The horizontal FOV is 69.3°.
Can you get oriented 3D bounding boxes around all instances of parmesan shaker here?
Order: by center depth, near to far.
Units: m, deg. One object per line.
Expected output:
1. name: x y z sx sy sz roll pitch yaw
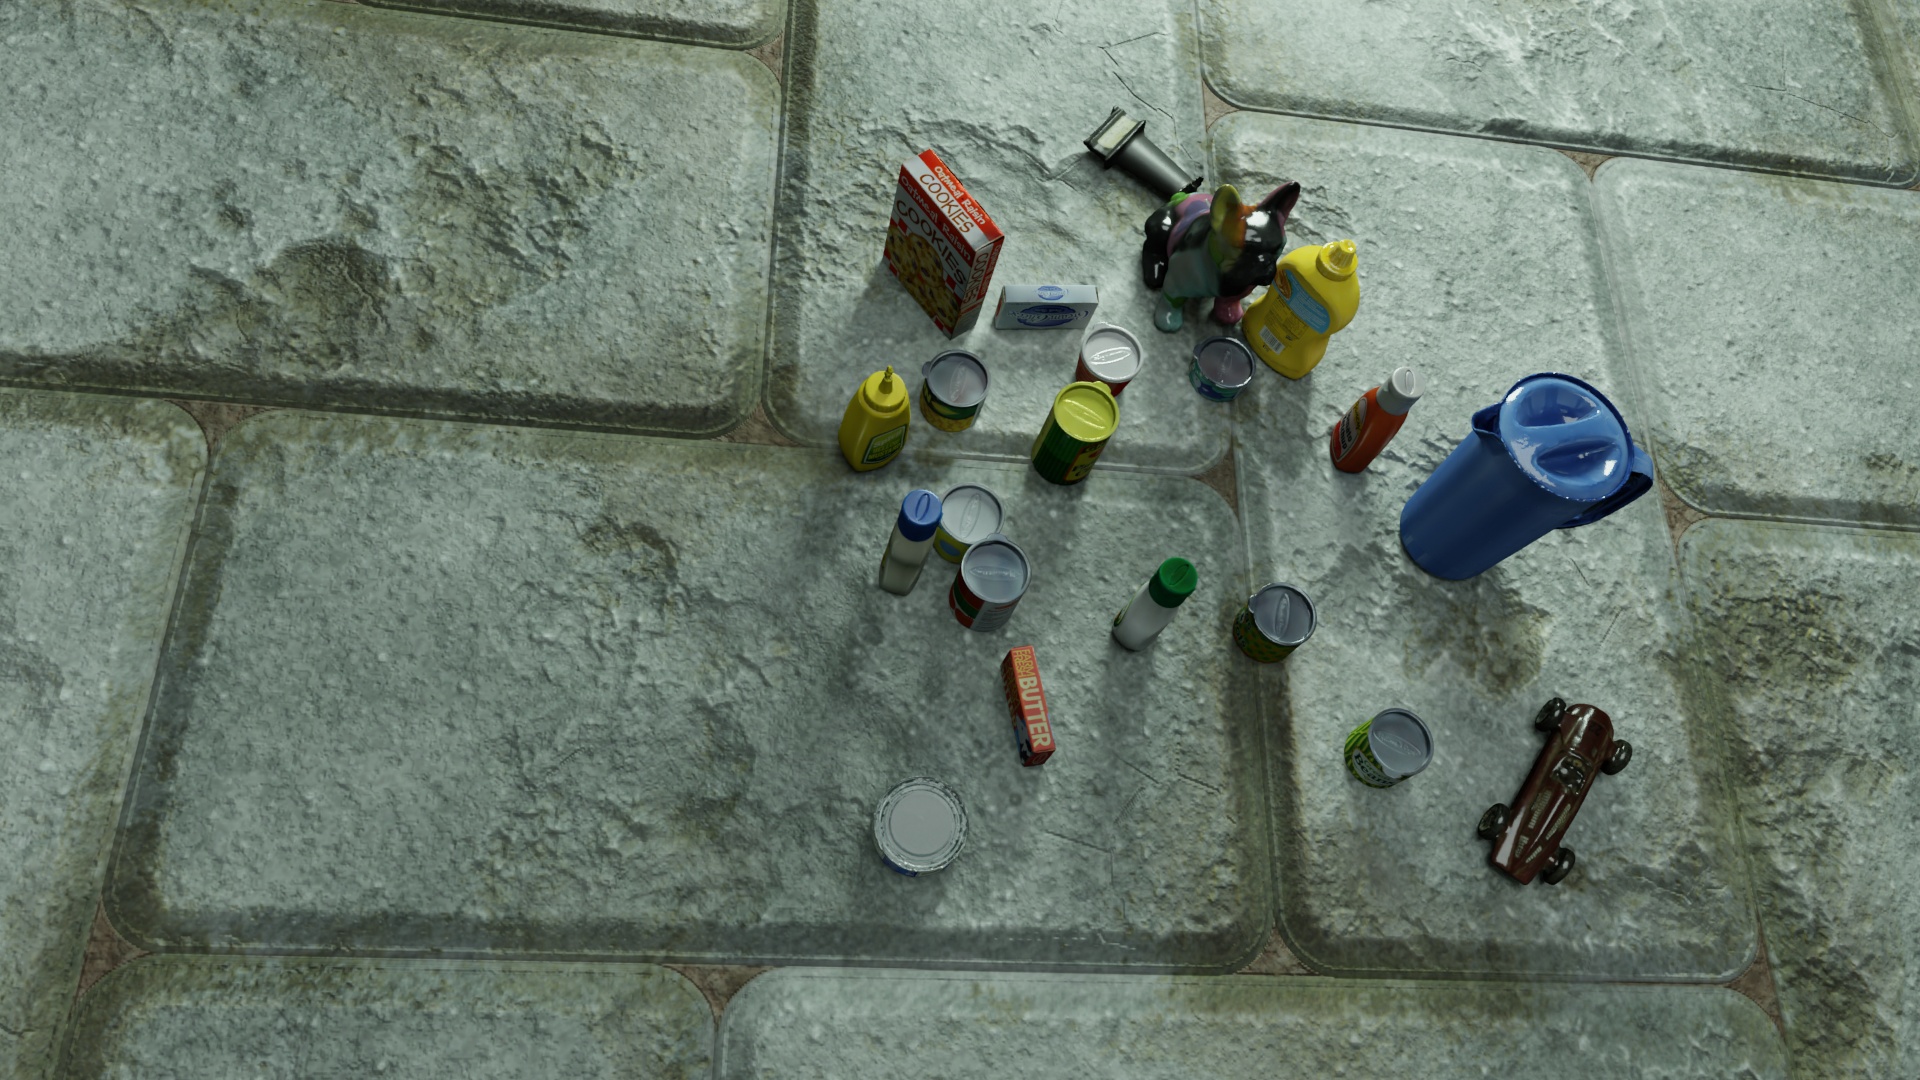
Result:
1. parmesan shaker: 0.116 -0.107 1.395 0.071 0.102 0.071 4 66 -9

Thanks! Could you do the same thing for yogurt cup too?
1. yogurt cup: 0.154 -0.184 1.463 0.072 0.053 0.072 4 66 -9

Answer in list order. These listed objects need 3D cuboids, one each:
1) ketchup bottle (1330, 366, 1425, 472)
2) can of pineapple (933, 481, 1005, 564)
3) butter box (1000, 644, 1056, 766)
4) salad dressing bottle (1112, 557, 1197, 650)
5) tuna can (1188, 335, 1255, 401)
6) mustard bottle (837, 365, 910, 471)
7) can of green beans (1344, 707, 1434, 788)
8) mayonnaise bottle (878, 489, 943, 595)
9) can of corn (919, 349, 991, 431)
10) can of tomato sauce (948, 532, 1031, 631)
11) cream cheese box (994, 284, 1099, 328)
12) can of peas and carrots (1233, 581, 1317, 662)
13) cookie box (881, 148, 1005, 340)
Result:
1. ketchup bottle: 0.432 -0.128 1.438 0.043 0.148 0.065 10 65 -6
2. can of pineapple: 0.005 -0.017 1.359 0.071 0.057 0.071 4 66 -9
3. butter box: 0.062 0.154 1.297 0.024 0.053 0.104 -7 68 -13
4. salad dressing bottle: 0.184 0.059 1.309 0.044 0.147 0.064 41 66 8
5. tuna can: 0.280 -0.186 1.499 0.071 0.032 0.071 4 66 -9
6. mustard bottle: -0.079 -0.121 1.334 0.065 0.159 0.049 -25 74 -19
7. can of green beans: 0.412 0.201 1.338 0.071 0.057 0.071 4 66 -9
8. mayonnaise bottle: -0.046 -0.002 1.293 0.041 0.147 0.065 18 65 -2
9. can of corn: -0.009 -0.153 1.417 0.071 0.058 0.071 4 66 -9
10. can of tomato sauce: 0.026 0.041 1.324 0.071 0.082 0.071 4 66 -9
11. cream cheese box: 0.091 -0.249 1.481 0.104 0.053 0.024 -2 67 -11
12. can of peas and carrots: 0.307 0.081 1.372 0.071 0.058 0.071 4 66 -9
13. cookie box: -0.020 -0.300 1.420 0.040 0.166 0.123 -33 76 -21
